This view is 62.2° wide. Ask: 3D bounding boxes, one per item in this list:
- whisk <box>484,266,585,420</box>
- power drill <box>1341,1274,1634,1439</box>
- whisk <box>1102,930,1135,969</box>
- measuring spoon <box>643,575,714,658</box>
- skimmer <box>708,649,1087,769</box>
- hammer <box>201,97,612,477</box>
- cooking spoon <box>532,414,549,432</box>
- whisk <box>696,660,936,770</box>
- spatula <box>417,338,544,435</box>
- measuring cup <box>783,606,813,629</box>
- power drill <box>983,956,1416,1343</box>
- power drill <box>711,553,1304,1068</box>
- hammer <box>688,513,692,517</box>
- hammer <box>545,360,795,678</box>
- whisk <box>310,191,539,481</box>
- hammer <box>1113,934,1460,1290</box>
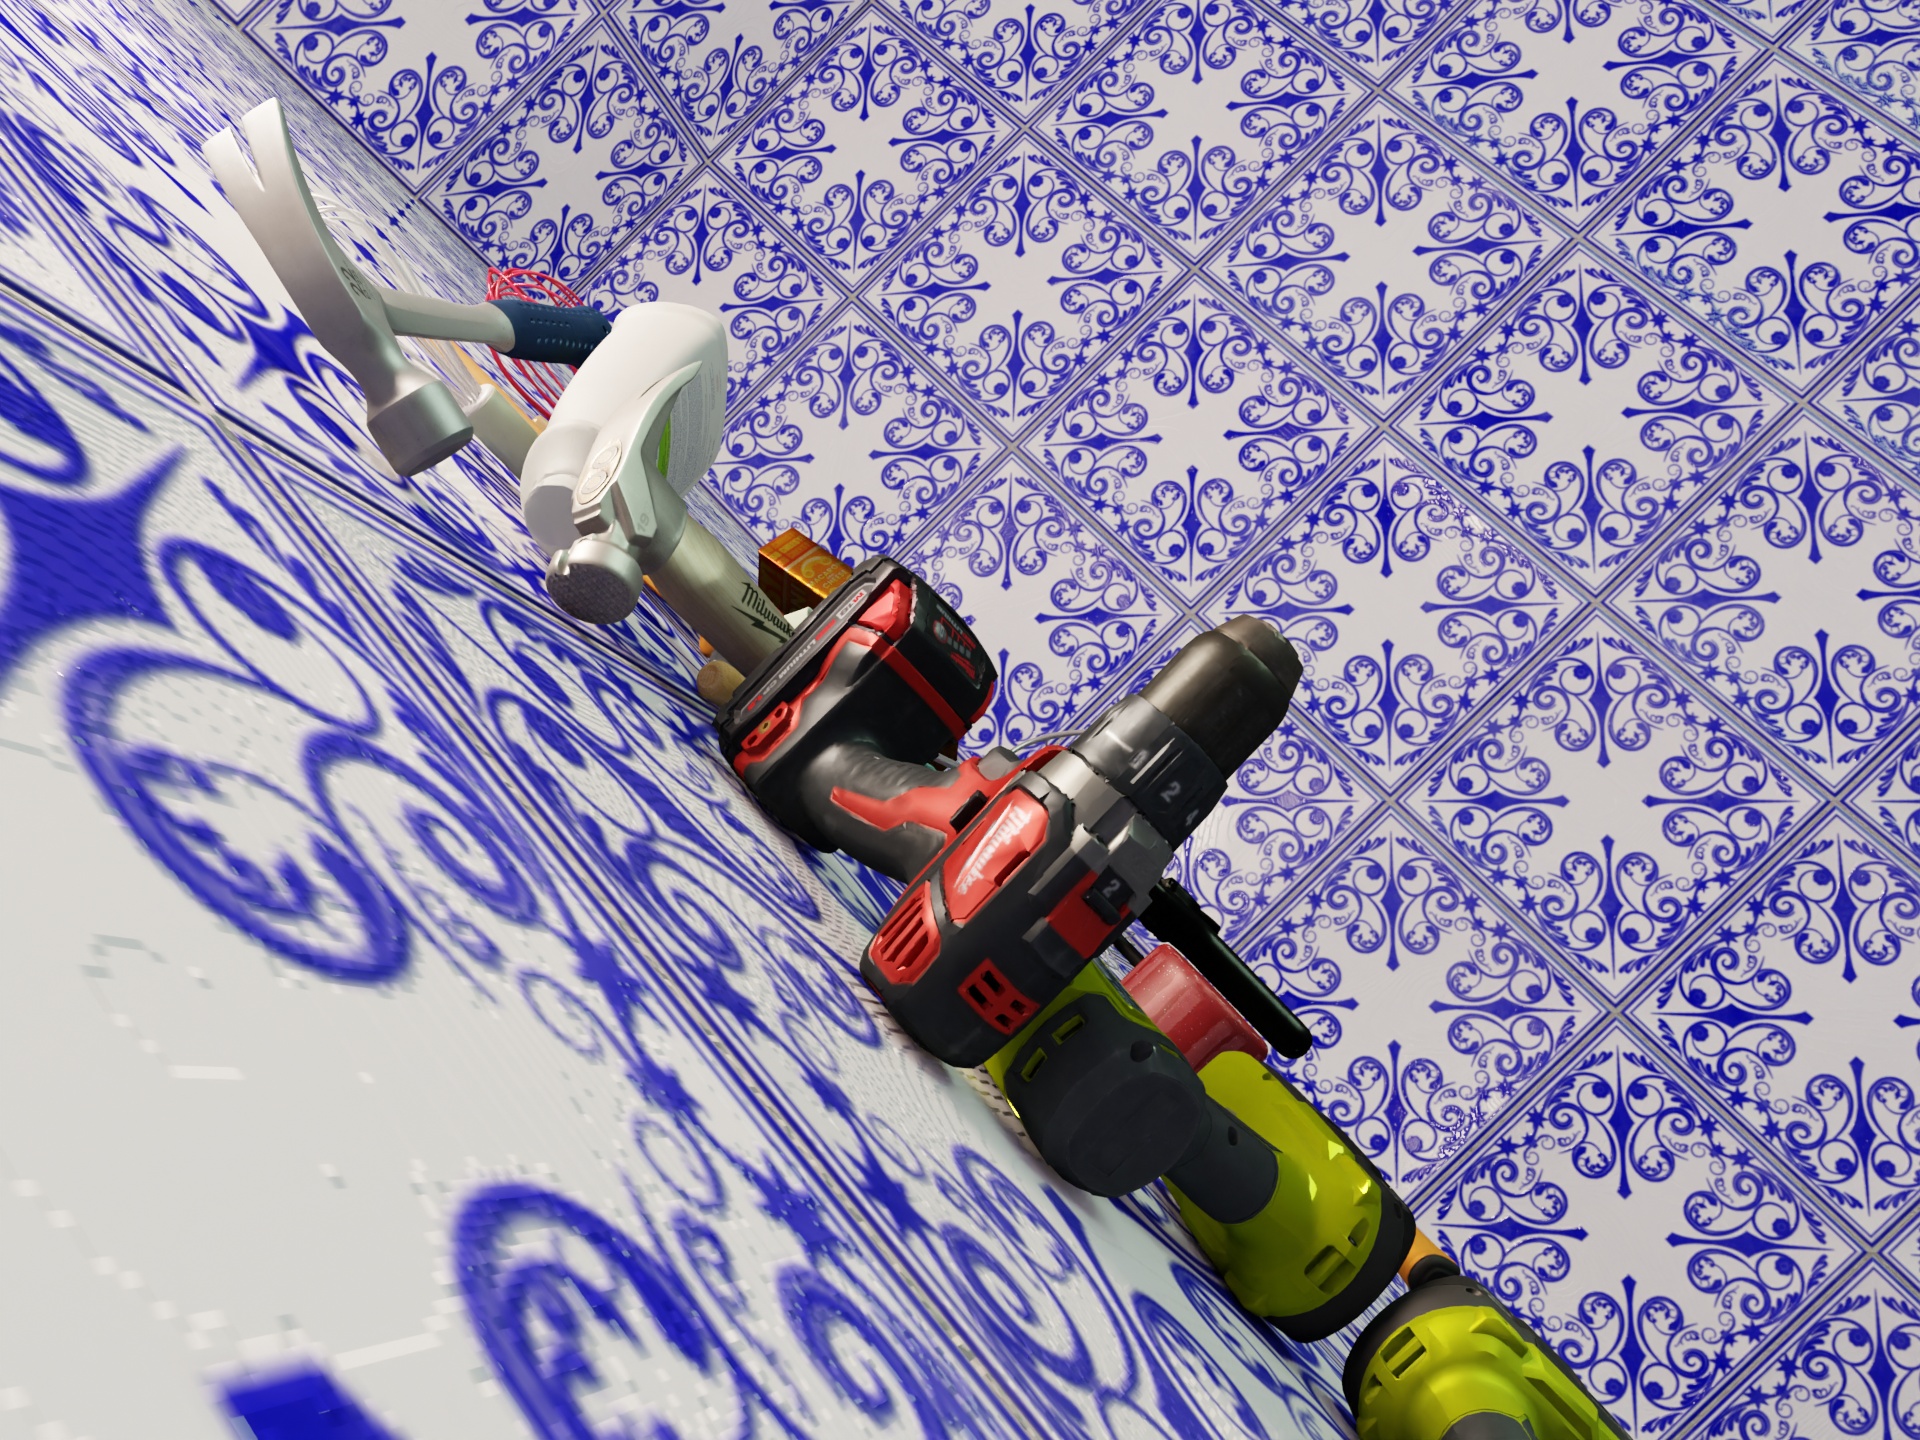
[{"bbox_3d":[-0.237,-0.186,1.097,0.073,0.073,0.295,47,-11,52],"label":"whisk"},{"bbox_3d":[0.222,0.306,0.562,0.171,0.080,0.223,45,5,0],"label":"power drill"},{"bbox_3d":[0.069,0.152,1.149,0.070,0.070,0.284,46,6,22],"label":"whisk"},{"bbox_3d":[-0.183,-0.074,0.961,0.117,0.011,0.021,42,-1,16],"label":"measuring spoon"},{"bbox_3d":[-0.002,-0.003,1.021,0.363,0.090,0.127,26,2,-42],"label":"skimmer"},{"bbox_3d":[-0.231,-0.197,0.770,0.144,0.035,0.405,59,6,-10],"label":"hammer"},{"bbox_3d":[-0.202,-0.116,1.208,0.318,0.017,0.069,43,45,-11],"label":"cooking spoon"},{"bbox_3d":[-0.070,0.020,0.895,0.047,0.051,0.244,53,8,33],"label":"whisk"},{"bbox_3d":[-0.249,-0.167,1.020,0.322,0.041,0.081,45,0,7],"label":"spatula"},{"bbox_3d":[-0.097,-0.005,1.082,0.167,0.038,0.083,72,3,-49],"label":"measuring cup"},{"bbox_3d":[0.076,0.151,0.673,0.228,0.080,0.191,42,3,-32],"label":"power drill"},{"bbox_3d":[0.011,0.009,0.618,0.080,0.188,0.227,46,-4,-34],"label":"power drill"},{"bbox_3d":[-0.100,-0.017,1.284,0.386,0.038,0.143,46,2,-7],"label":"hammer"},{"bbox_3d":[-0.048,0.007,0.809,0.410,0.038,0.146,50,37,-38],"label":"hammer"},{"bbox_3d":[-0.257,-0.170,0.821,0.246,0.059,0.058,50,35,-35],"label":"whisk"},{"bbox_3d":[0.179,0.224,1.000,0.337,0.034,0.127,47,1,26],"label":"hammer"}]
